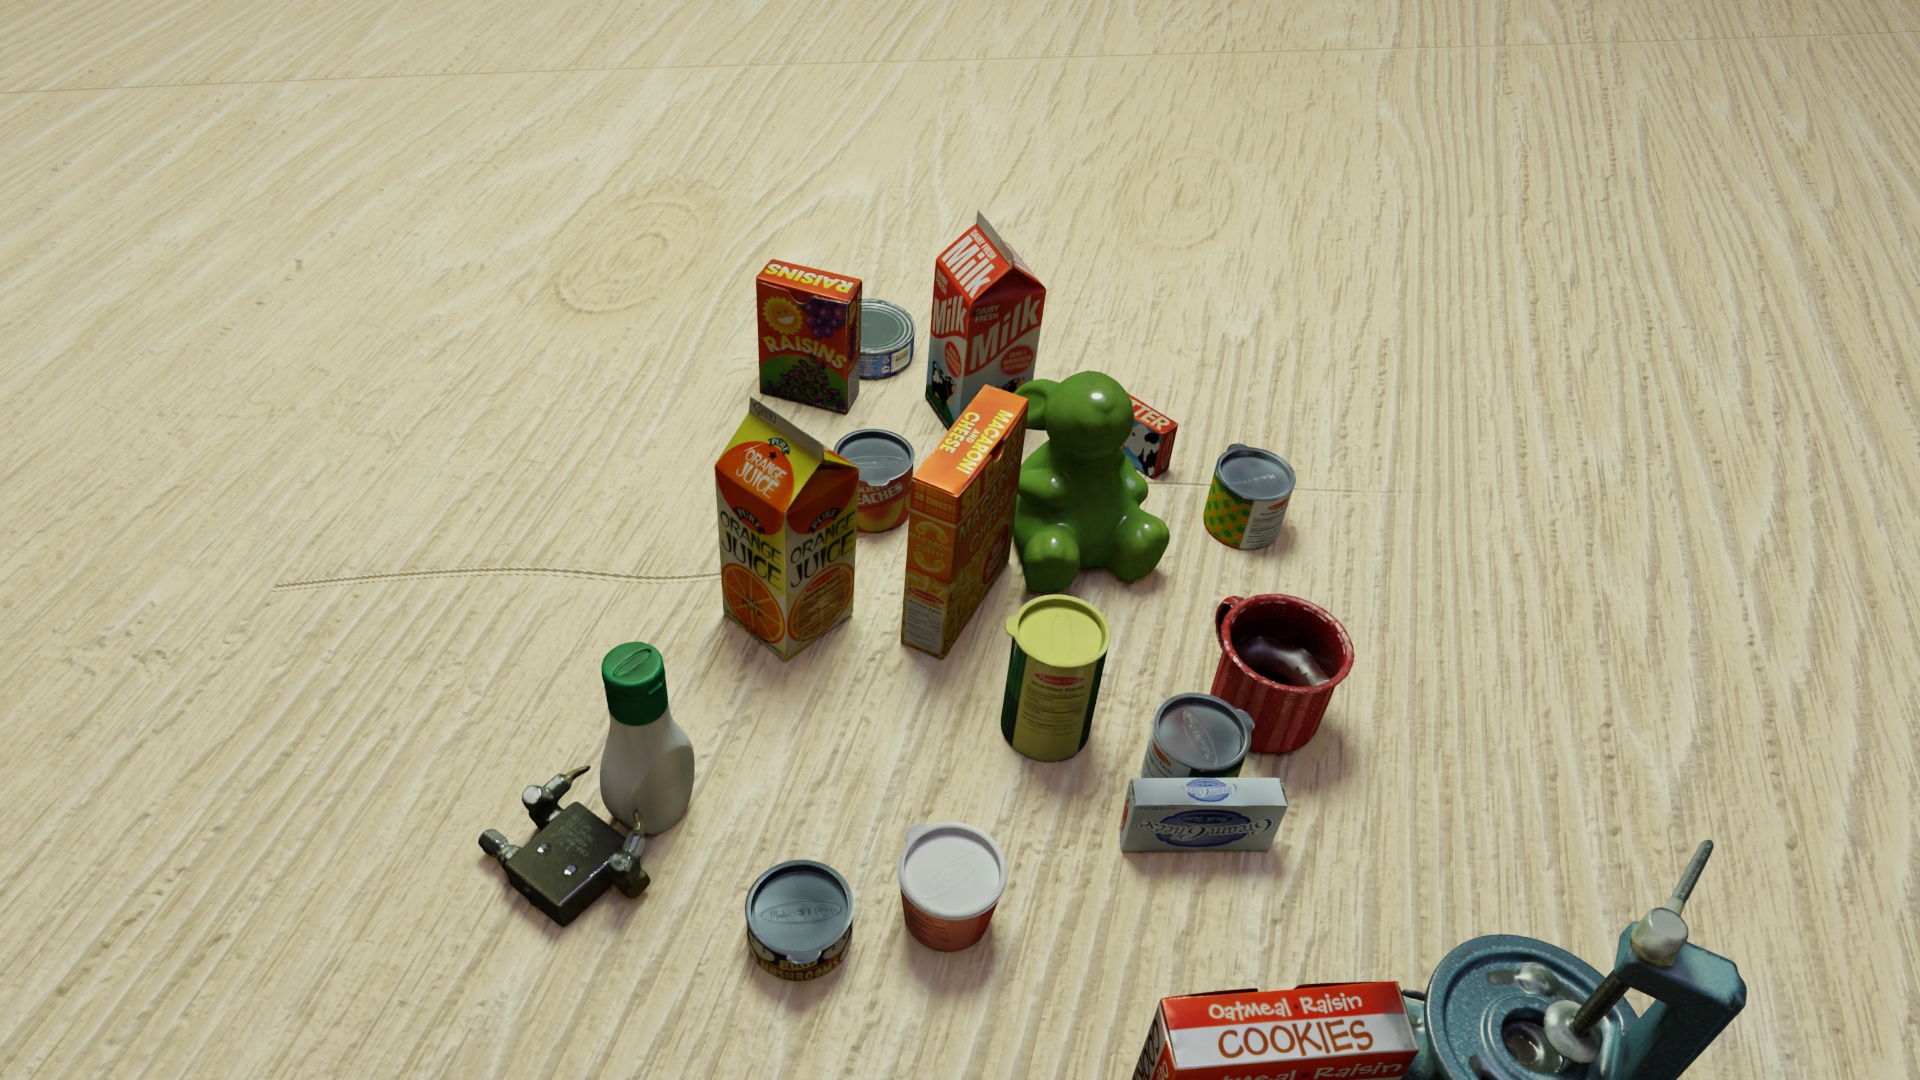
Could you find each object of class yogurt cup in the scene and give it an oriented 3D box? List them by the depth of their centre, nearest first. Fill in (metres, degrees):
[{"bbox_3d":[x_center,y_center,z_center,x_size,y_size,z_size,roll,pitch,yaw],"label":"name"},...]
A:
[{"bbox_3d":[-0.007,0.218,0.863,0.072,0.053,0.073,3,44,-3],"label":"yogurt cup"}]

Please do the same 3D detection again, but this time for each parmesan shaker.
[{"bbox_3d":[0.061,0.096,0.964,0.071,0.102,0.072,3,44,-3],"label":"parmesan shaker"}]

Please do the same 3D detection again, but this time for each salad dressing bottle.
[{"bbox_3d":[-0.199,0.125,0.872,0.044,0.146,0.064,31,49,24],"label":"salad dressing bottle"}]

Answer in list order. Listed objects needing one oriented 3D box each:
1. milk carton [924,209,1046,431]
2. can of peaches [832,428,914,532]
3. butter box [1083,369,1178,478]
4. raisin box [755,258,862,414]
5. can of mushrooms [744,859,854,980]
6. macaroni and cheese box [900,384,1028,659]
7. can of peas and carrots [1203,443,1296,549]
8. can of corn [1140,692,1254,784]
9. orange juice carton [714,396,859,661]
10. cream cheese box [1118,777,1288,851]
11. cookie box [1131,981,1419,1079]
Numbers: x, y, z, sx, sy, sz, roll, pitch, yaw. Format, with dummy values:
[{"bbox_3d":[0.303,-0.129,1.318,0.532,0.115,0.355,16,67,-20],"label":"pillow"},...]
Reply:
[{"bbox_3d":[0.021,-0.184,1.190,0.073,0.189,0.072,-15,47,-21],"label":"milk carton"},{"bbox_3d":[-0.071,-0.047,1.131,0.071,0.057,0.071,3,44,-3],"label":"can of peaches"},{"bbox_3d":[0.140,-0.103,1.217,0.104,0.052,0.024,36,51,28],"label":"butter box"},{"bbox_3d":[-0.132,-0.177,1.214,0.086,0.122,0.040,15,44,10],"label":"raisin box"},{"bbox_3d":[-0.098,0.234,0.850,0.071,0.033,0.071,3,44,-3],"label":"can of mushrooms"},{"bbox_3d":[0.004,-0.013,1.026,0.040,0.165,0.124,21,45,15],"label":"macaroni and cheese box"},{"bbox_3d":[0.238,-0.036,1.155,0.071,0.058,0.071,3,44,-3],"label":"can of peas and carrots"},{"bbox_3d":[0.163,0.148,0.953,0.071,0.058,0.071,3,44,-3],"label":"can of corn"},{"bbox_3d":[-0.123,-0.012,0.992,0.072,0.191,0.073,34,50,26],"label":"orange juice carton"},{"bbox_3d":[0.159,0.182,0.921,0.104,0.053,0.024,1,44,-6],"label":"cream cheese box"},{"bbox_3d":[0.151,0.290,0.724,0.123,0.166,0.040,-2,44,-8],"label":"cookie box"}]
